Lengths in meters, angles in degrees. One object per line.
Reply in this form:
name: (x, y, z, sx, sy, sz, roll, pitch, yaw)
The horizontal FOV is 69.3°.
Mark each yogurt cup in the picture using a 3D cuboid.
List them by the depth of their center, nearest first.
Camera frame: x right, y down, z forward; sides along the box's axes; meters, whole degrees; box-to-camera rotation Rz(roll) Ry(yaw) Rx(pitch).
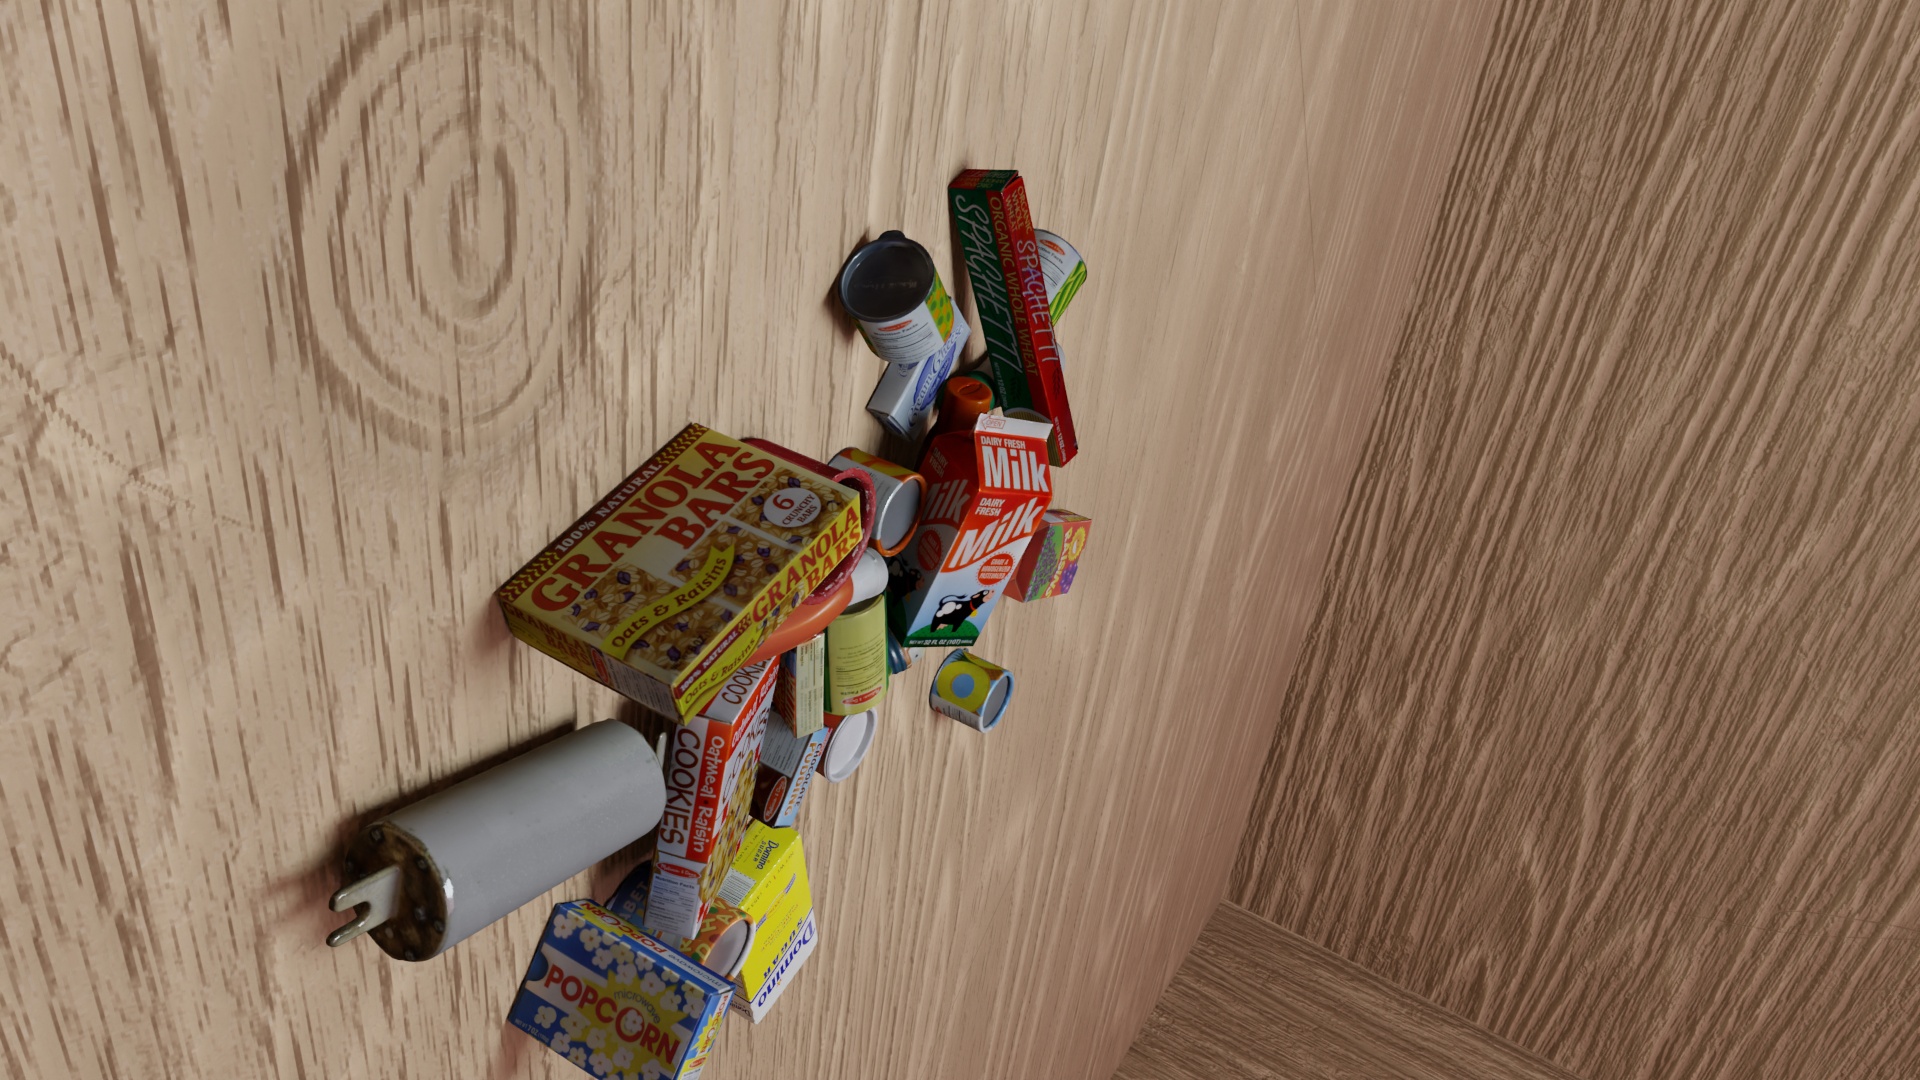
yogurt cup: (-0.106, 0.150, 1.094, 0.073, 0.054, 0.072, -48, 150, -38)

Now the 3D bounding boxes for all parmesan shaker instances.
parmesan shaker: (-0.085, 0.072, 1.049, 0.072, 0.071, 0.102, -45, 148, -42)

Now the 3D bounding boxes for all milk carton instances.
milk carton: (0.004, -0.013, 1.052, 0.072, 0.074, 0.189, 4, 125, -38)

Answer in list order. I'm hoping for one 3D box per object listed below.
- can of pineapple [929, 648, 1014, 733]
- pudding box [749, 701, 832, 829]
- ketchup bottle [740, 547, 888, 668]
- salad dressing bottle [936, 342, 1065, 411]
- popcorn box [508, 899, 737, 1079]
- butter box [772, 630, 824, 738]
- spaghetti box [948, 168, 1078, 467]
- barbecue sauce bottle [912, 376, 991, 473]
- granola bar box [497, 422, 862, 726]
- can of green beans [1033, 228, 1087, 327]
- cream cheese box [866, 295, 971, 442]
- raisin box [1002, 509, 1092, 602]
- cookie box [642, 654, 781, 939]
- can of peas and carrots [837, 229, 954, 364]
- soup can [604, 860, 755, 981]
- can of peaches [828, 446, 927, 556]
can of pineapple: (0.013, 0.144, 1.345, 0.071, 0.058, 0.070, -48, 150, -39)
pudding box: (-0.138, 0.169, 1.048, 0.083, 0.050, 0.030, -67, 156, -3)
ketchup bottle: (-0.111, 0.038, 0.940, 0.149, 0.065, 0.043, -20, 147, -48)
salad dressing bottle: (0.034, -0.134, 1.158, 0.148, 0.044, 0.064, -32, 139, -51)
popcorn box: (-0.217, 0.298, 0.893, 0.085, 0.127, 0.038, -67, 160, 0)
butter box: (-0.119, 0.090, 1.001, 0.024, 0.053, 0.103, -17, 136, -24)
spaghetti box: (0.043, -0.166, 1.069, 0.029, 0.050, 0.248, -48, 137, -36)
barbecue sauce bottle: (-0.011, -0.058, 1.096, 0.065, 0.044, 0.147, -29, 146, -46)
granola bar box: (-0.152, 0.013, 0.776, 0.166, 0.124, 0.038, -49, 151, -37)
can of green beans: (0.059, -0.206, 1.114, 0.058, 0.071, 0.071, -57, 155, -22)
cream cheese box: (-0.029, -0.130, 1.043, 0.104, 0.024, 0.053, -63, 157, -10)
raisin box: (0.086, 0.013, 1.411, 0.123, 0.040, 0.086, -5, 114, -66)
cookie box: (-0.167, 0.161, 0.939, 0.123, 0.040, 0.166, -69, 173, -69)
can of peas and carrots: (-0.042, -0.163, 0.934, 0.071, 0.071, 0.058, -61, 157, -14)
soup can: (-0.197, 0.272, 0.968, 0.072, 0.084, 0.071, -47, 150, -38)
can of peaches: (-0.064, -0.028, 1.017, 0.071, 0.058, 0.070, -47, 150, -39)
